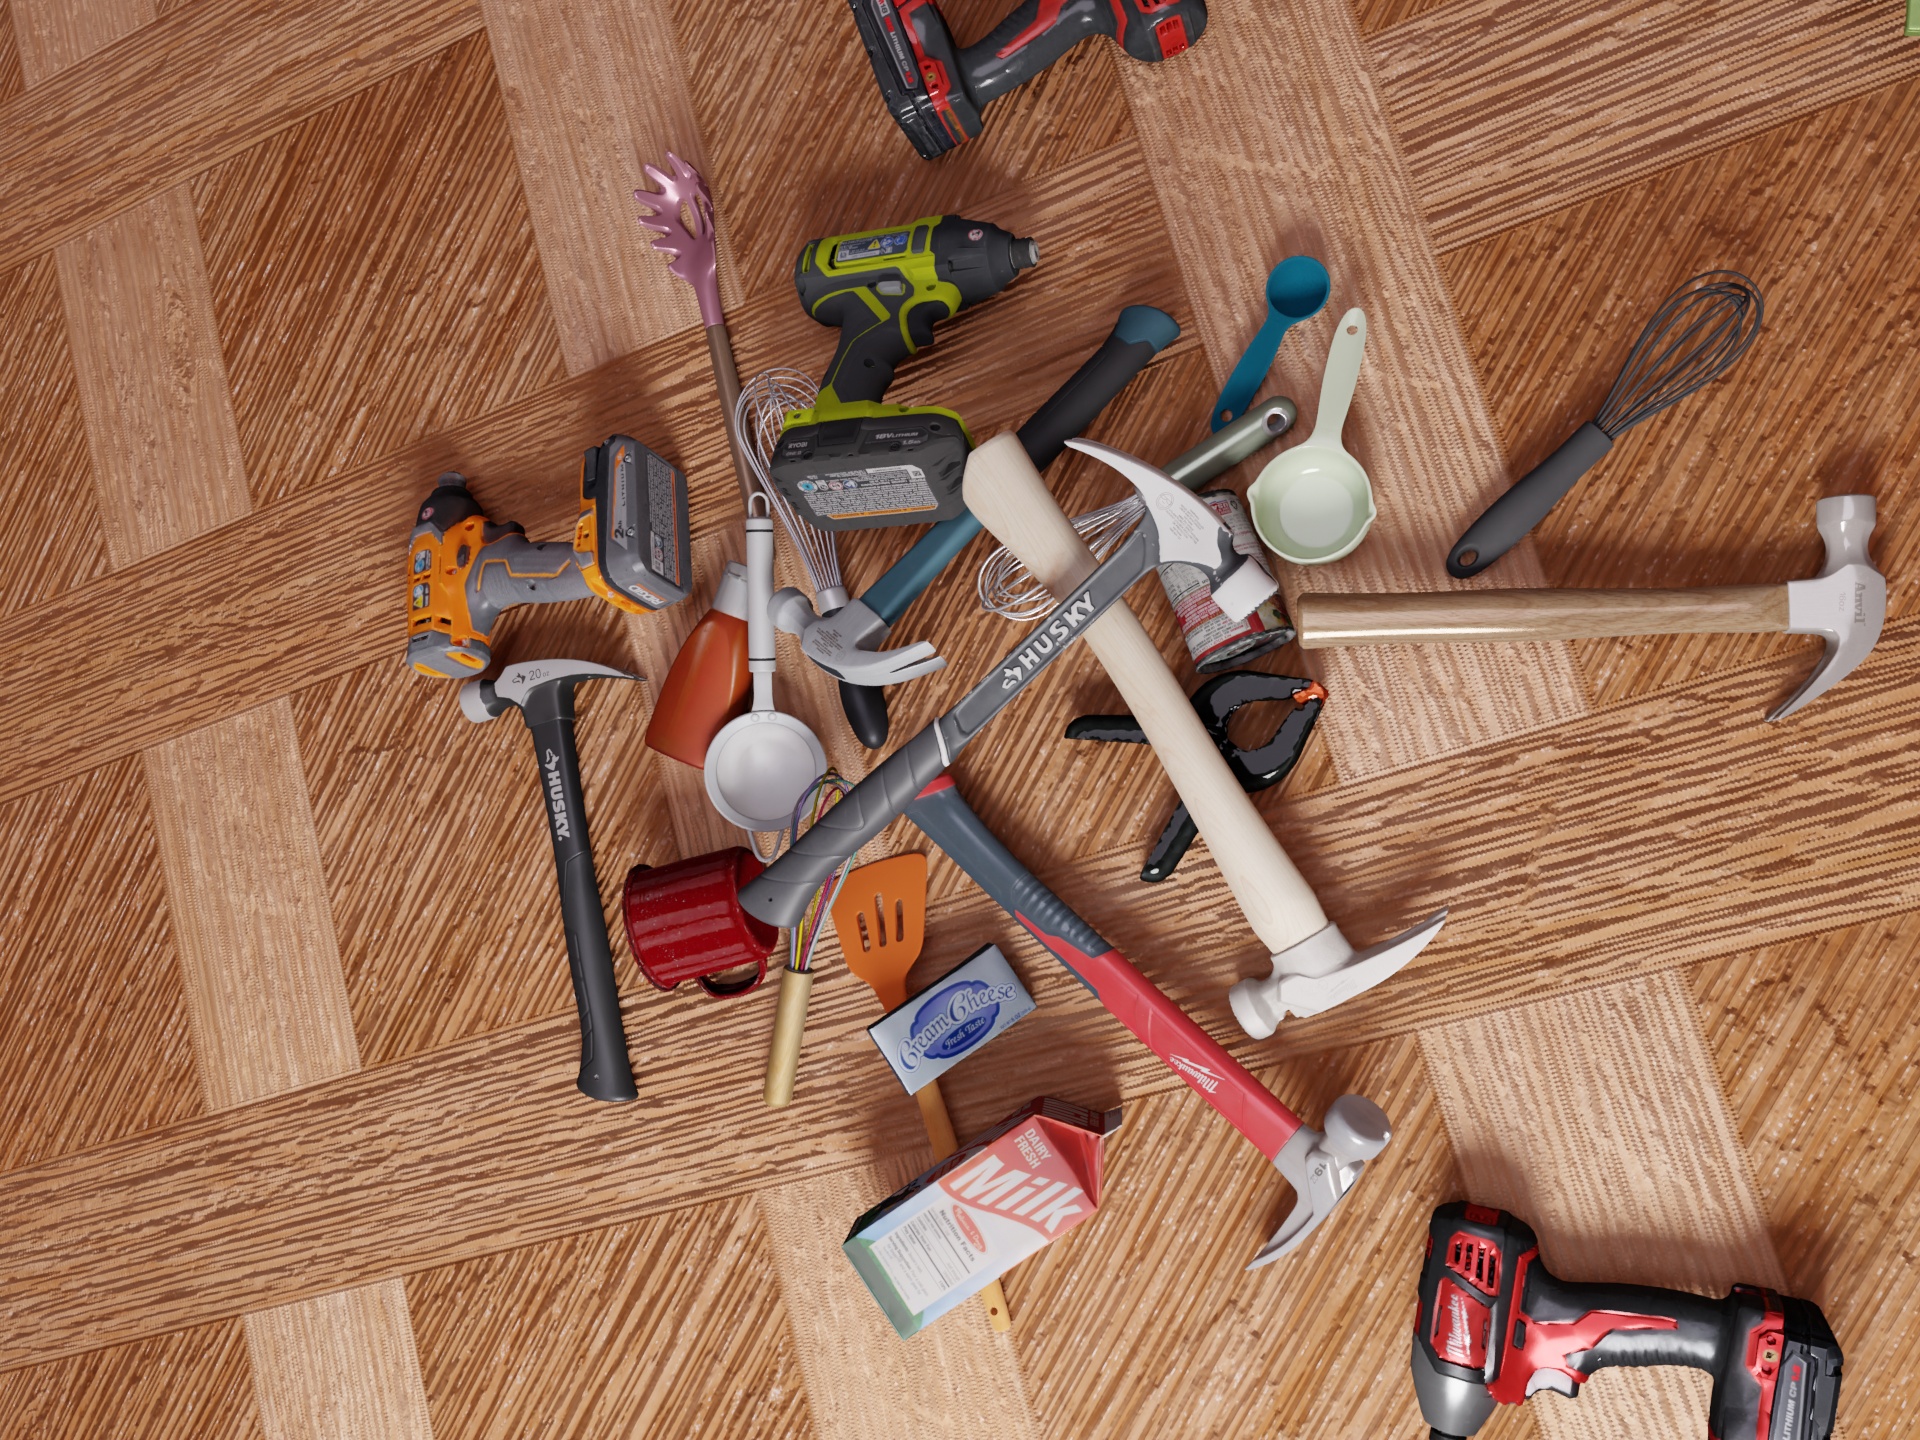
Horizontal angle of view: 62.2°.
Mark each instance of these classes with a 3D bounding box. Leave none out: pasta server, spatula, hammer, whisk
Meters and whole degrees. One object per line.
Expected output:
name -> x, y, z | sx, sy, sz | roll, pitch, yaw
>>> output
pasta server -> -0.181, -0.267, 1.178 | 0.060, 0.040, 0.316 | -18, 81, 29
spatula -> -0.018, 0.253, 1.086 | 0.081, 0.041, 0.323 | -20, 83, 17
hammer -> 0.136, -0.006, 0.990 | 0.146, 0.038, 0.410 | -33, 89, 23
whisk -> -0.107, 0.152, 1.109 | 0.051, 0.047, 0.245 | 8, 98, -16
hammer -> 0.020, -0.155, 1.065 | 0.331, 0.033, 0.128 | -46, 55, -3
hammer -> -0.280, 0.115, 1.180 | 0.146, 0.035, 0.335 | -15, 81, 18
whisk -> -0.101, -0.115, 1.130 | 0.070, 0.070, 0.285 | -18, 84, 17
hammer -> 0.091, 0.177, 1.035 | 0.387, 0.038, 0.143 | 42, 127, 23
whisk -> 0.116, -0.143, 1.064 | 0.246, 0.059, 0.057 | -32, 113, 10
hammer -> 0.373, -0.062, 0.961 | 0.331, 0.031, 0.130 | -1, 86, 14
whisk -> 0.387, -0.176, 0.971 | 0.239, 0.055, 0.055 | -46, 73, 14
hammer -> -0.002, -0.003, 0.999 | 0.409, 0.036, 0.149 | -43, 87, 21

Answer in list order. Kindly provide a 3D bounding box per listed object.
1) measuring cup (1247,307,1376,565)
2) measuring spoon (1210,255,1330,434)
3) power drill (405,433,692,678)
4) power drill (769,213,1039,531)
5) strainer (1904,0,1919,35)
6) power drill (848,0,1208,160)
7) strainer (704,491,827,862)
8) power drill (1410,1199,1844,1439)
measuring cup -> 0.239, -0.181, 1.027 | 0.083, 0.038, 0.167 | 13, 88, 19
measuring spoon -> 0.204, -0.247, 1.059 | 0.042, 0.021, 0.128 | 34, 105, 18
power drill -> -0.317, -0.135, 1.187 | 0.226, 0.084, 0.164 | -15, 68, 21
power drill -> -0.039, -0.245, 1.076 | 0.171, 0.080, 0.223 | -3, 61, 19
strainer -> 0.540, -0.522, 0.936 | 0.151, 0.069, 0.256 | -40, 74, 14
power drill -> 0.041, -0.515, 1.105 | 0.226, 0.080, 0.188 | -21, 79, 13
strainer -> -0.138, -0.031, 1.123 | 0.087, 0.050, 0.258 | -1, 95, -5
power drill -> 0.373, 0.374, 0.914 | 0.220, 0.078, 0.143 | 9, 88, 22
